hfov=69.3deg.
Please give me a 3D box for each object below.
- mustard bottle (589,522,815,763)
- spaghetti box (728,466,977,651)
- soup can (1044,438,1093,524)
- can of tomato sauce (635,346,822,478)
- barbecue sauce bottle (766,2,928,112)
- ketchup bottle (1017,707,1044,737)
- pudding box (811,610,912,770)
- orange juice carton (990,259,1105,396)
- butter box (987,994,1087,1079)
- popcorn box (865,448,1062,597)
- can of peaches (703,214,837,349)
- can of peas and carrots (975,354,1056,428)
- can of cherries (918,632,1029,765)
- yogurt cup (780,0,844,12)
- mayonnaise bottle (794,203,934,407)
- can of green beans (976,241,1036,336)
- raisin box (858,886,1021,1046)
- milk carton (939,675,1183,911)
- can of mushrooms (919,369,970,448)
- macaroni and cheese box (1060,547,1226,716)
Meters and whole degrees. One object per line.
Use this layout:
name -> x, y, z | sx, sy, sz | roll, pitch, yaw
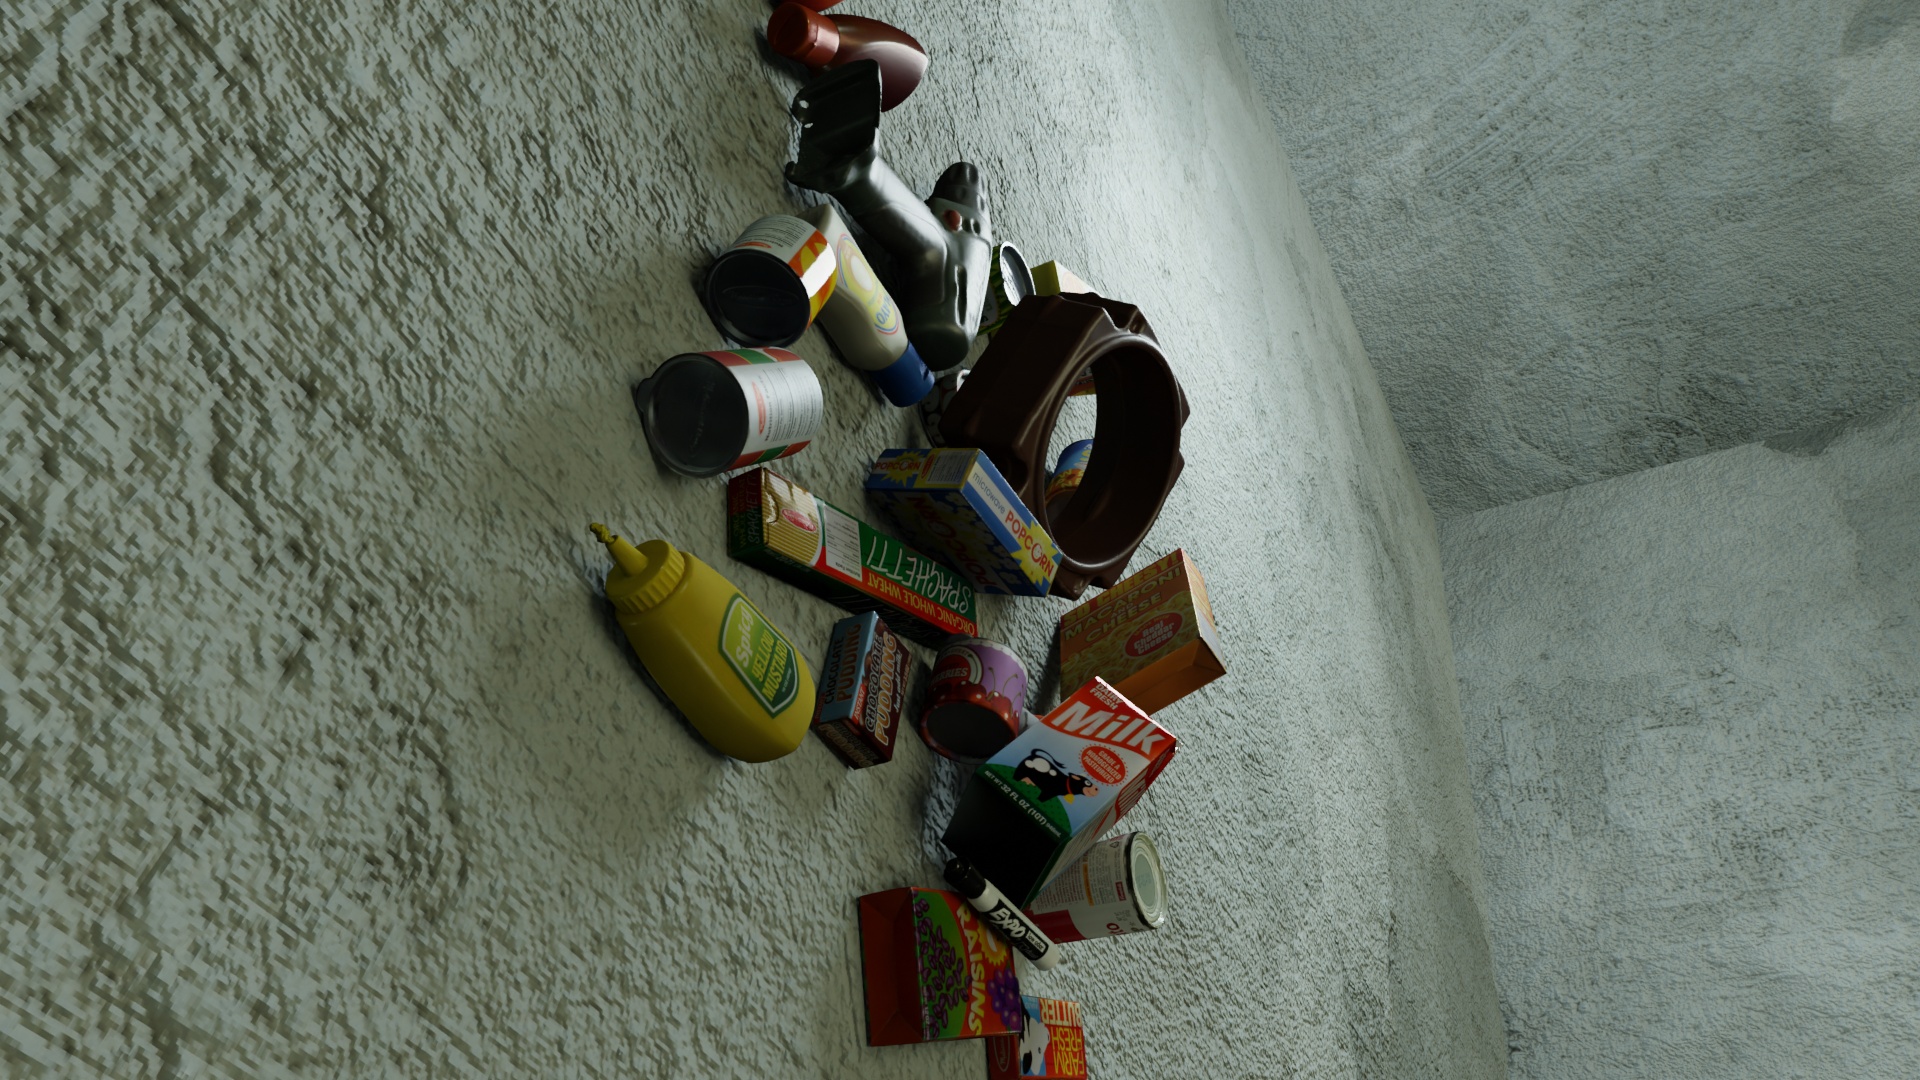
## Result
mustard bottle -> -0.133, 0.046, 0.697 | 0.159, 0.048, 0.066 | 54, 30, -36
spaghetti box -> -0.060, 0.020, 0.883 | 0.250, 0.028, 0.050 | 31, 48, -55
soup can -> 0.111, -0.042, 1.216 | 0.071, 0.071, 0.084 | 62, 28, -24
can of tomato sauce -> -0.125, -0.073, 0.766 | 0.083, 0.071, 0.071 | -24, 97, -65
barbecue sauce bottle -> -0.084, -0.357, 1.020 | 0.044, 0.064, 0.149 | 54, 25, 14
ketchup bottle -> 0.063, 0.160, 1.033 | 0.148, 0.043, 0.065 | 43, 37, -47
pudding box -> -0.059, 0.090, 0.842 | 0.049, 0.030, 0.084 | 53, 32, -35
orange juice carton -> 0.098, -0.186, 1.274 | 0.193, 0.073, 0.072 | 16, 61, -61
butter box -> 0.052, 0.334, 0.929 | 0.103, 0.024, 0.053 | 34, 46, -54
popcorn box -> 0.003, -0.012, 0.959 | 0.126, 0.085, 0.038 | 50, 54, -40
can of peaches -> -0.113, -0.154, 0.838 | 0.071, 0.071, 0.058 | 61, 28, -26
can of peas and carrots -> 0.045, -0.120, 1.131 | 0.071, 0.071, 0.059 | 42, 39, -49
can of cherries -> 0.007, 0.106, 0.928 | 0.071, 0.071, 0.059 | 57, 31, -32
yogurt cup -> -0.109, -0.414, 1.002 | 0.073, 0.072, 0.053 | -72, 147, -50
mayonnaise bottle -> -0.069, -0.156, 0.954 | 0.147, 0.041, 0.065 | 53, 32, -35
can of green beans -> 0.023, -0.207, 1.151 | 0.071, 0.057, 0.071 | 42, 40, -49
raisin box -> -0.010, 0.255, 0.835 | 0.123, 0.040, 0.086 | 29, 49, -57
milk carton -> 0.078, 0.157, 0.933 | 0.072, 0.073, 0.191 | 38, 38, 20
can of mushrooms -> -0.001, -0.094, 1.065 | 0.071, 0.033, 0.071 | 43, 39, -48
macaroni and cheese box -> 0.139, 0.082, 1.096 | 0.040, 0.123, 0.167 | 54, 16, -17
